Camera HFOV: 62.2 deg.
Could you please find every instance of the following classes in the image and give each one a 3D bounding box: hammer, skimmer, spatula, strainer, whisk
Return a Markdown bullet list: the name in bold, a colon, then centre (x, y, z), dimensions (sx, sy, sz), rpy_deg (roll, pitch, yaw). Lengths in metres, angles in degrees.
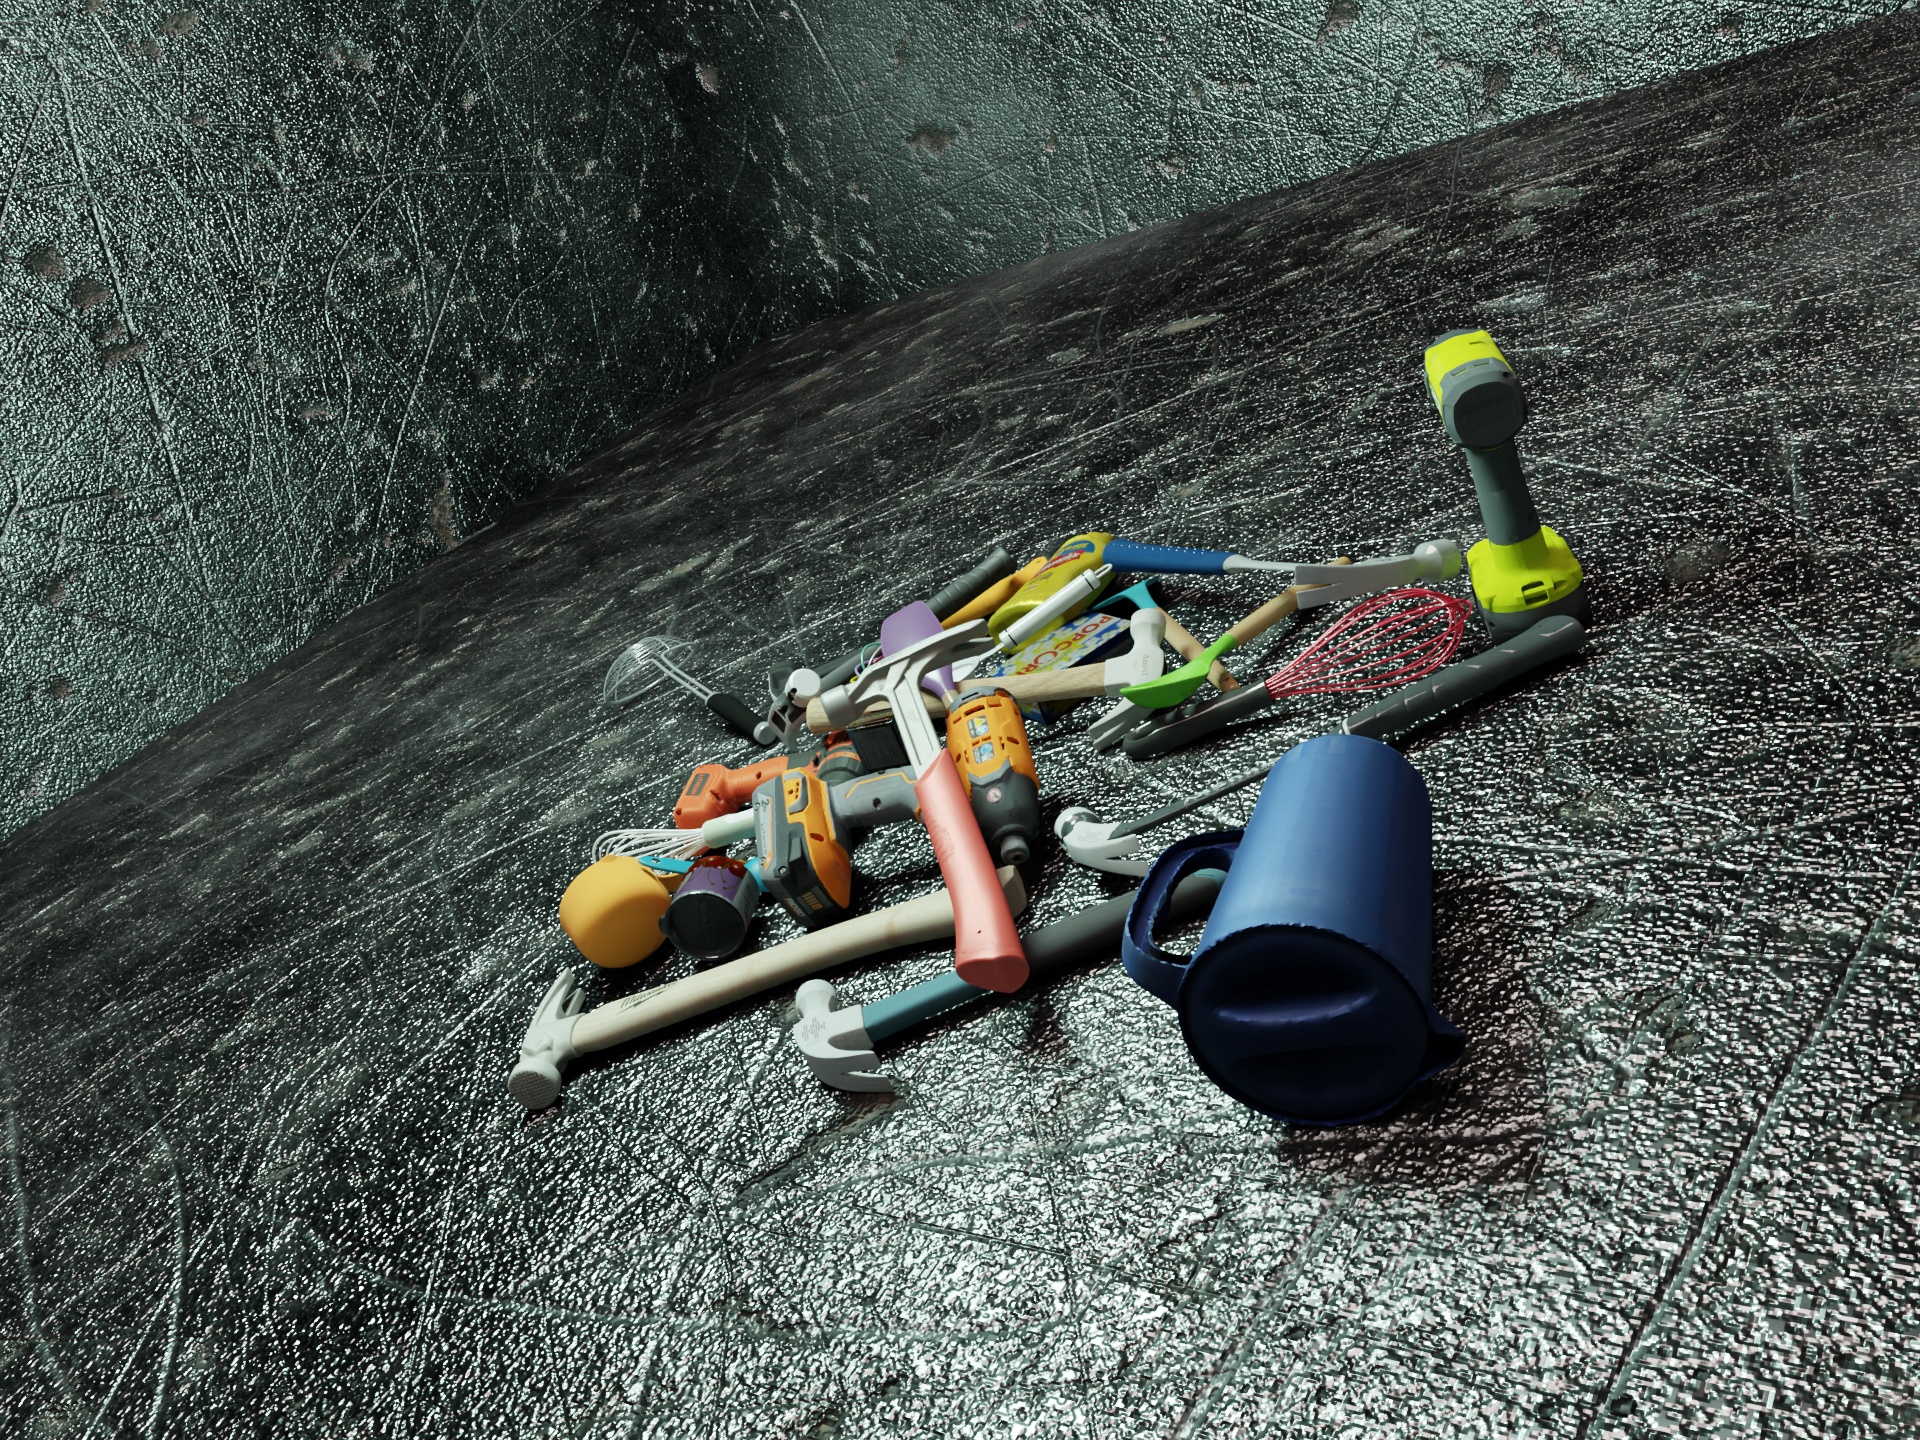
- **hammer**: centre (0.245, -0.139, 1.410), dimensions (0.144, 0.035, 0.406), rpy_deg (-13, 13, -25)
- **skimmer**: centre (-0.295, -0.018, 1.796), dimensions (0.127, 0.090, 0.364), rpy_deg (-32, 35, -23)
- **hammer**: centre (-0.049, -0.094, 1.712), dimensions (0.337, 0.034, 0.127), rpy_deg (-24, 23, 0)
- **hammer**: centre (0.041, 0.163, 1.090), dimensions (0.331, 0.033, 0.128), rpy_deg (-23, 23, 2)
- **hammer**: centre (0.268, 0.015, 1.156), dimensions (0.409, 0.036, 0.149), rpy_deg (-24, 8, -5)
- **hammer**: centre (-0.062, -0.082, 1.609), dimensions (0.335, 0.035, 0.146), rpy_deg (-38, -9, -31)
- **hammer**: centre (-0.003, 0.056, 1.160), dimensions (0.149, 0.036, 0.359), rpy_deg (-25, 38, 2)
- **spatula**: centre (-0.002, -0.004, 1.366), dimensions (0.060, 0.018, 0.316), rpy_deg (-31, 45, 0)
- **strainer**: centre (0.040, -0.070, 1.517), dimensions (0.258, 0.050, 0.087), rpy_deg (-36, 16, 7)
- **whisk**: centre (-0.226, 0.102, 1.398), dimensions (0.246, 0.059, 0.058), rpy_deg (-18, 16, 25)
- **whisk**: centre (0.263, -0.031, 1.262), dimensions (0.296, 0.073, 0.073), rpy_deg (-24, 23, 19)
- **spatula**: centre (0.194, -0.080, 1.470), dimensions (0.082, 0.044, 0.318), rpy_deg (-24, 28, -3)
- **hammer**: centre (0.019, -0.021, 1.405), dimensions (0.331, 0.031, 0.130), rpy_deg (-7, 50, 18)
- **hammer**: centre (-0.146, 0.185, 1.221), dimensions (0.410, 0.038, 0.146), rpy_deg (-20, 23, 10)
- **whisk**: centre (-0.037, -0.066, 1.563), dimensions (0.047, 0.051, 0.245), rpy_deg (-39, -6, 30)

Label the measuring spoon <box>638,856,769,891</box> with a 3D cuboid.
- **measuring spoon**: centre (-0.206, 0.120, 1.340), dimensions (0.128, 0.021, 0.042), rpy_deg (10, 21, -15)

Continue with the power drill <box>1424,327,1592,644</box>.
- **power drill**: centre (0.414, -0.187, 1.228), dimensions (0.080, 0.223, 0.171), rpy_deg (-17, 25, 16)

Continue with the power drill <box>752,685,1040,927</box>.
- **power drill**: centre (-0.045, 0.078, 1.256), dimensions (0.226, 0.084, 0.164), rpy_deg (-23, 44, 9)

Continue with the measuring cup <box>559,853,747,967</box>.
- **measuring cup**: centre (-0.249, 0.156, 1.351), dimensions (0.173, 0.095, 0.052), rpy_deg (-13, 37, -32)

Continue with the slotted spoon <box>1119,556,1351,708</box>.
- **slotted spoon**: centre (0.248, -0.078, 1.367), dimensions (0.314, 0.031, 0.070), rpy_deg (-32, 15, -36)
